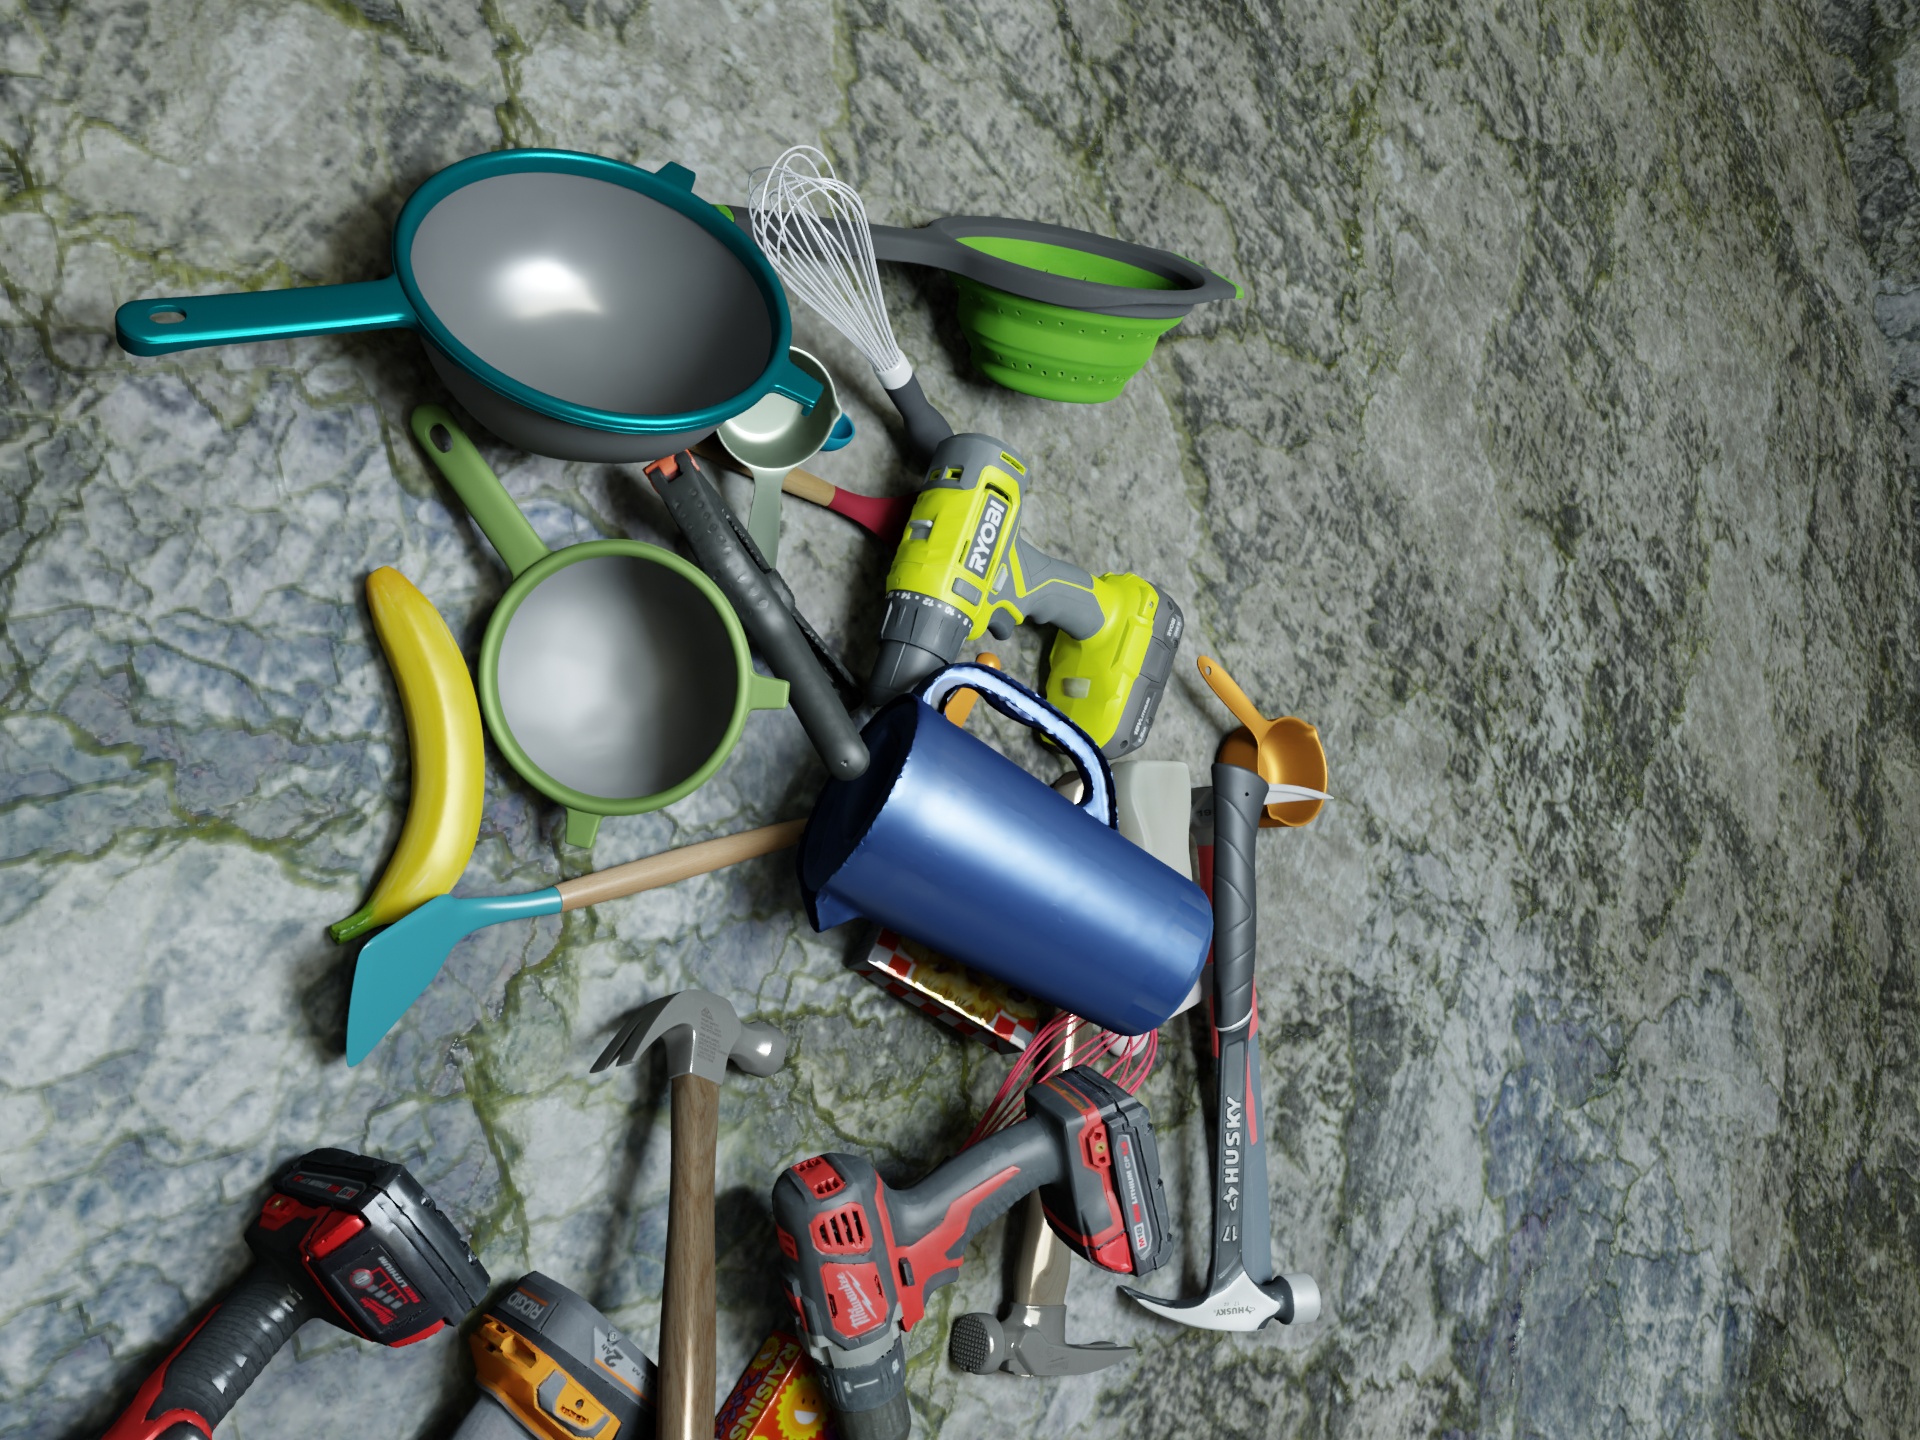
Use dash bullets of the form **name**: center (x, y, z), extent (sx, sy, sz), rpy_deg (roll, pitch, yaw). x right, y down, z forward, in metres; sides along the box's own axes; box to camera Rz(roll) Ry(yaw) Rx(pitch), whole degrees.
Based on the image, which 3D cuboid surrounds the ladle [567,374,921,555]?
- **ladle**: center (-0.106, -0.154, 1.016), extent (0.315, 0.031, 0.069), rpy_deg (19, 72, -35)

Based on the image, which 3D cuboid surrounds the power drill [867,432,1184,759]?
- **power drill**: center (0.040, -0.059, 1.072), extent (0.228, 0.080, 0.191), rpy_deg (29, 74, -40)

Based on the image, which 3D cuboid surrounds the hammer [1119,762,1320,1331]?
- **hammer**: center (0.192, 0.235, 1.148), extent (0.149, 0.036, 0.409), rpy_deg (2, 89, -19)

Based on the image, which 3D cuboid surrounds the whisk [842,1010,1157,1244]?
- **whisk**: center (0.014, 0.273, 1.006), extent (0.296, 0.073, 0.073), rpy_deg (-36, 108, -21)

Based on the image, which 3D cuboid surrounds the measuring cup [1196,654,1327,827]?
- **measuring cup**: center (0.220, 0.014, 1.252), extent (0.173, 0.052, 0.095), rpy_deg (48, 57, -23)

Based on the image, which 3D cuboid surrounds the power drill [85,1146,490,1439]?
- **power drill**: center (-0.323, 0.295, 0.692), extent (0.220, 0.143, 0.078), rpy_deg (-45, 115, -38)

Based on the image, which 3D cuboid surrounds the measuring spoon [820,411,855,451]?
- **measuring spoon**: center (-0.128, -0.190, 1.009), extent (0.128, 0.021, 0.042), rpy_deg (4, 45, -32)

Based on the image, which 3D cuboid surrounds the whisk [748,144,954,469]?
- **whisk**: center (-0.054, -0.242, 0.994), extent (0.284, 0.070, 0.070), rpy_deg (54, 49, -55)

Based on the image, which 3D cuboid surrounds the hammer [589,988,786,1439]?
- **hammer**: center (-0.143, 0.298, 0.827), extent (0.129, 0.031, 0.332), rpy_deg (37, 40, -46)

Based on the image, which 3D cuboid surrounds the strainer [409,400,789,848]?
- **strainer**: center (-0.217, -0.067, 0.887), extent (0.151, 0.069, 0.256), rpy_deg (-36, 90, 5)

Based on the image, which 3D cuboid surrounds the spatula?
- **spatula**: center (-0.198, 0.101, 0.887), extent (0.317, 0.044, 0.082), rpy_deg (-15, 133, -44)

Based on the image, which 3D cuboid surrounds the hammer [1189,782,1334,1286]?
- **hammer**: center (0.222, 0.240, 1.199), extent (0.143, 0.038, 0.386), rpy_deg (-4, 90, -9)

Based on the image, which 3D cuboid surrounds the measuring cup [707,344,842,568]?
- **measuring cup**: center (-0.122, -0.151, 0.975), extent (0.083, 0.038, 0.167), rpy_deg (-2, 117, -23)

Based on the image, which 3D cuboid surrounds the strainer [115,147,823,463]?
- **strainer**: center (-0.258, -0.195, 0.840), extent (0.340, 0.095, 0.211), rpy_deg (-15, 64, -33)

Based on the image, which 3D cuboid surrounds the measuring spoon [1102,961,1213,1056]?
- **measuring spoon**: center (0.159, 0.205, 1.159), extent (0.124, 0.018, 0.034), rpy_deg (-30, 94, -11)

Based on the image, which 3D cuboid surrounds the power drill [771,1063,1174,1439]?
- **power drill**: center (0.008, 0.317, 0.932), extent (0.226, 0.080, 0.188), rpy_deg (-17, 105, -23)

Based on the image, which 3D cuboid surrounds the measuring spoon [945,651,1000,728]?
- **measuring spoon**: center (-0.002, -0.003, 1.091), extent (0.021, 0.011, 0.117), rpy_deg (49, 56, -24)

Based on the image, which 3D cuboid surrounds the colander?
- **colander**: center (-0.006, -0.279, 1.073), extent (0.397, 0.205, 0.094), rpy_deg (-1, 119, -25)

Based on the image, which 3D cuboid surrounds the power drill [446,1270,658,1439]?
- **power drill**: center (-0.236, 0.414, 0.791), extent (0.226, 0.084, 0.164), rpy_deg (-50, 118, -29)

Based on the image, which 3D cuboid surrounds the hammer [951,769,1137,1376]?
- **hammer**: center (0.080, 0.238, 1.111), extent (0.146, 0.038, 0.411), rpy_deg (18, 72, -39)
